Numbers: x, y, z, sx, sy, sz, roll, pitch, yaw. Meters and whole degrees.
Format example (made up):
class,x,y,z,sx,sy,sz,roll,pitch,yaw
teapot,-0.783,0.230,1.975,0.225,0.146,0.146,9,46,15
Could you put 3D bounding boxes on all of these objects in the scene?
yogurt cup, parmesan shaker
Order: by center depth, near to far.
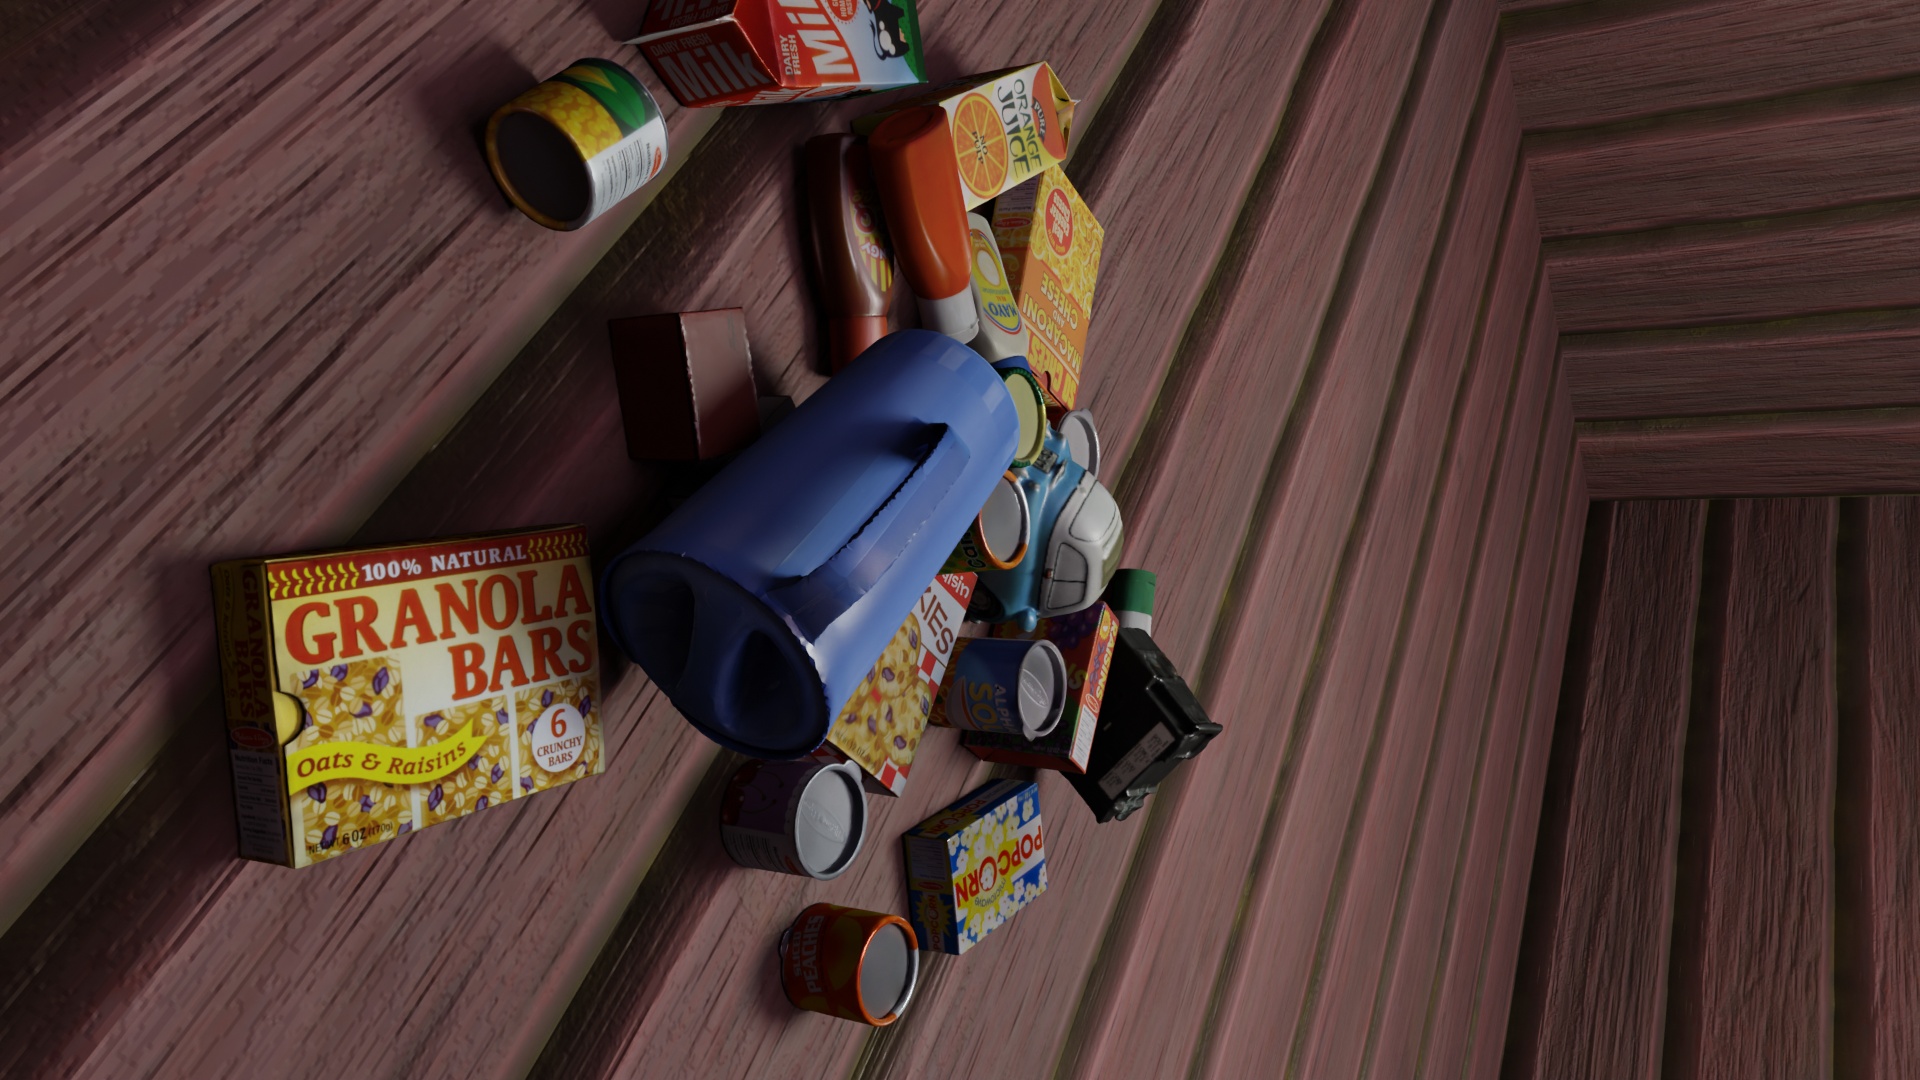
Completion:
class,x,y,z,sx,sy,sz,roll,pitch,yaw
parmesan shaker,-0.003,-0.082,0.916,0.071,0.103,0.071,2,88,-57
yogurt cup,0.068,-0.065,1.070,0.072,0.054,0.072,1,89,-57

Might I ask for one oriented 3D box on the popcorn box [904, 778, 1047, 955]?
class,x,y,z,sx,sy,sz,roll,pitch,yaw
popcorn box,0.014,0.230,0.995,0.127,0.038,0.085,-17,104,-56

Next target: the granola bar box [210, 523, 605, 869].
class,x,y,z,sx,sy,sz,roll,pitch,yaw
granola bar box,-0.235,0.061,0.618,0.166,0.039,0.124,-10,98,-57

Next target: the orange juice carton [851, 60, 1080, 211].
class,x,y,z,sx,sy,sz,roll,pitch,yaw
orange juice carton,0.012,-0.284,0.972,0.194,0.072,0.072,-42,124,-49

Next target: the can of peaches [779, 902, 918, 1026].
class,x,y,z,sx,sy,sz,roll,pitch,yaw
can of peaches,-0.068,0.259,0.852,0.071,0.058,0.071,0,90,-57

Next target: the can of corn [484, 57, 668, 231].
class,x,y,z,sx,sy,sz,roll,pitch,yaw
can of corn,-0.188,-0.193,0.674,0.058,0.071,0.071,-53,132,-42

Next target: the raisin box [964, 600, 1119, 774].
class,x,y,z,sx,sy,sz,roll,pitch,yaw
raisin box,0.061,0.104,1.025,0.040,0.086,0.124,50,50,-52

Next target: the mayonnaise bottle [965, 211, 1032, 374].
class,x,y,z,sx,sy,sz,roll,pitch,yaw
mayonnaise bottle,0.016,-0.154,0.960,0.065,0.041,0.148,-10,76,-51

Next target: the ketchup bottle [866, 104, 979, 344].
class,x,y,z,sx,sy,sz,roll,pitch,yaw
ketchup bottle,-0.019,-0.194,0.877,0.065,0.043,0.148,-57,144,-43

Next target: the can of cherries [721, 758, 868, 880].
class,x,y,z,sx,sy,sz,roll,pitch,yaw
can of cherries,-0.096,0.160,0.812,0.071,0.058,0.071,3,87,-56

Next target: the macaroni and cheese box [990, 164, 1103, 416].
class,x,y,z,sx,sy,sz,roll,pitch,yaw
macaroni and cheese box,0.061,-0.193,1.064,0.123,0.040,0.167,36,60,-57

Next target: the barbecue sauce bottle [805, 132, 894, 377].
class,x,y,z,sx,sy,sz,roll,pitch,yaw
barbecue sauce bottle,-0.067,-0.177,0.875,0.065,0.043,0.148,-9,97,-59

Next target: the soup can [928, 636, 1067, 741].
class,x,y,z,sx,sy,sz,roll,pitch,yaw
soup can,0.021,0.103,0.967,0.071,0.083,0.071,1,88,-56

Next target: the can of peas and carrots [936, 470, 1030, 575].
class,x,y,z,sx,sy,sz,roll,pitch,yaw
can of peas and carrots,0.003,-0.011,0.889,0.071,0.058,0.071,14,73,-57

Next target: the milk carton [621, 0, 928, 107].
class,x,y,z,sx,sy,sz,roll,pitch,yaw
milk carton,-0.103,-0.291,0.796,0.191,0.072,0.073,-28,113,-53

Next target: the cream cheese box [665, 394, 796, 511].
class,x,y,z,sx,sy,sz,roll,pitch,yaw
cream cheese box,-0.124,-0.035,0.804,0.104,0.024,0.053,-55,134,-41

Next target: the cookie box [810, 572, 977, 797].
class,x,y,z,sx,sy,sz,roll,pitch,yaw
cookie box,-0.057,0.062,0.890,0.122,0.040,0.168,49,52,-45

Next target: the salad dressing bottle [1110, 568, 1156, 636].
class,x,y,z,sx,sy,sz,roll,pitch,yaw
salad dressing bottle,0.142,0.099,1.189,0.064,0.044,0.148,23,70,-53
